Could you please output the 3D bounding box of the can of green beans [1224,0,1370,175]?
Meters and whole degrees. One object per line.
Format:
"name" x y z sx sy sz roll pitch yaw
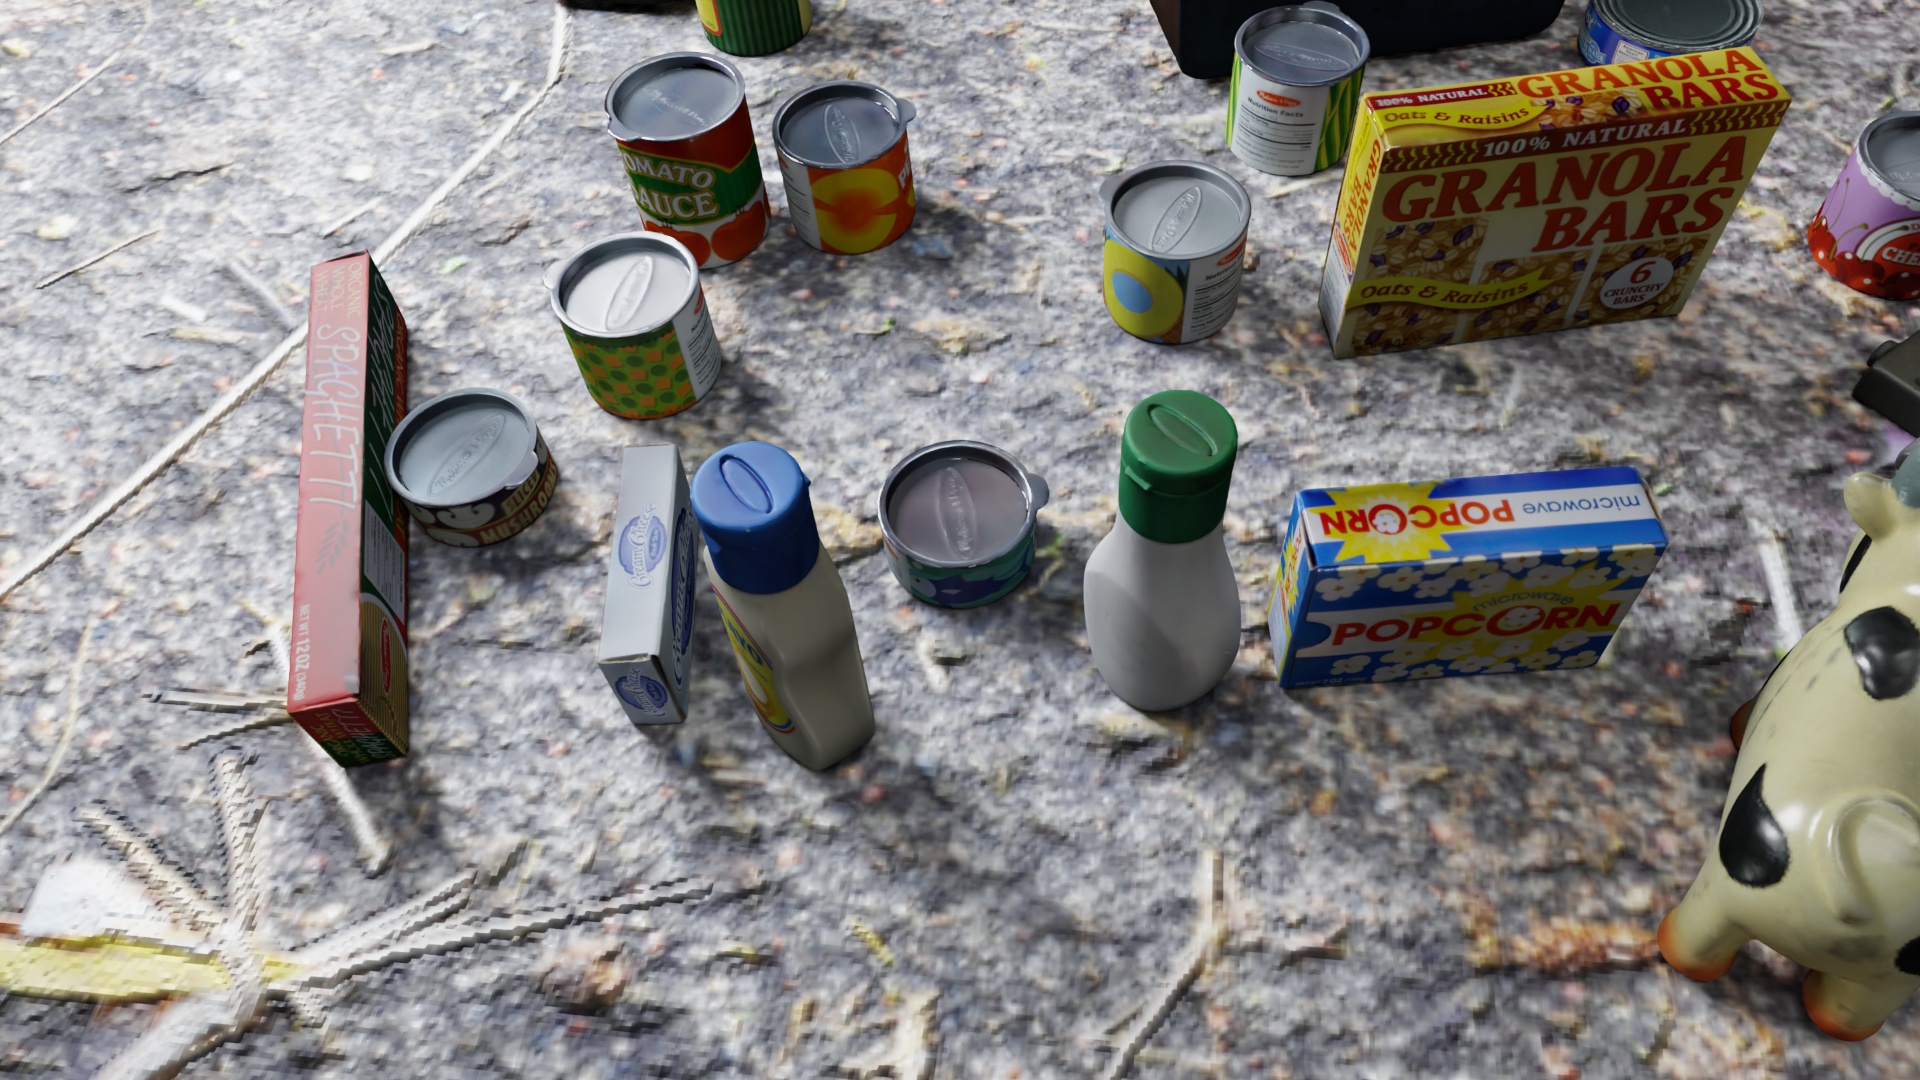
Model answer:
"can of green beans" 0.172 -0.231 0.714 0.071 0.057 0.071 -2 55 2

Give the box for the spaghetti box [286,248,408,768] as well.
"spaghetti box" -0.260 -0.023 0.599 0.029 0.050 0.251 -13 55 -5

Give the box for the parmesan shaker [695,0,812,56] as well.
"parmesan shaker" -0.122 -0.331 0.775 0.071 0.102 0.071 -2 55 3

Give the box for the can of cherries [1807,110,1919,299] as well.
"can of cherries" 0.439 -0.153 0.641 0.071 0.058 0.072 -2 55 2

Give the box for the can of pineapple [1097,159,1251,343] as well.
"can of pineapple" 0.099 -0.136 0.651 0.071 0.057 0.071 -2 55 2

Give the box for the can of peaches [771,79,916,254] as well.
"can of peaches" -0.055 -0.187 0.697 0.071 0.057 0.071 -2 55 2

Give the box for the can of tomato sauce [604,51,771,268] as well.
"can of tomato sauce" -0.133 -0.185 0.685 0.071 0.082 0.071 -2 55 3

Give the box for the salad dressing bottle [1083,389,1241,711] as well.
"salad dressing bottle" 0.074 0.008 0.497 0.044 0.147 0.064 -36 60 -20

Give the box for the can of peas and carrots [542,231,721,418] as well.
"can of peas and carrots" -0.150 -0.098 0.640 0.071 0.058 0.071 -2 55 2

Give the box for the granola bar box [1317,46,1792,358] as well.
"granola bar box" 0.249 -0.145 0.607 0.166 0.123 0.039 -8 55 -2

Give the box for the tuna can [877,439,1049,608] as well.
"tuna can" 0.002 -0.007 0.582 0.071 0.032 0.071 -2 55 2

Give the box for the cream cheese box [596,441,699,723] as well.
"cream cheese box" -0.123 0.017 0.560 0.024 0.053 0.104 -4 55 1

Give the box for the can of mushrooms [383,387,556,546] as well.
"can of mushrooms" -0.213 -0.031 0.612 0.071 0.033 0.071 -2 55 2

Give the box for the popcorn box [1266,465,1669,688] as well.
"popcorn box" 0.185 0.016 0.522 0.127 0.084 0.038 -4 55 1

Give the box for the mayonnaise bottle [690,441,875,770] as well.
"mayonnaise bottle" -0.063 0.024 0.493 0.041 0.147 0.065 -32 59 -18
